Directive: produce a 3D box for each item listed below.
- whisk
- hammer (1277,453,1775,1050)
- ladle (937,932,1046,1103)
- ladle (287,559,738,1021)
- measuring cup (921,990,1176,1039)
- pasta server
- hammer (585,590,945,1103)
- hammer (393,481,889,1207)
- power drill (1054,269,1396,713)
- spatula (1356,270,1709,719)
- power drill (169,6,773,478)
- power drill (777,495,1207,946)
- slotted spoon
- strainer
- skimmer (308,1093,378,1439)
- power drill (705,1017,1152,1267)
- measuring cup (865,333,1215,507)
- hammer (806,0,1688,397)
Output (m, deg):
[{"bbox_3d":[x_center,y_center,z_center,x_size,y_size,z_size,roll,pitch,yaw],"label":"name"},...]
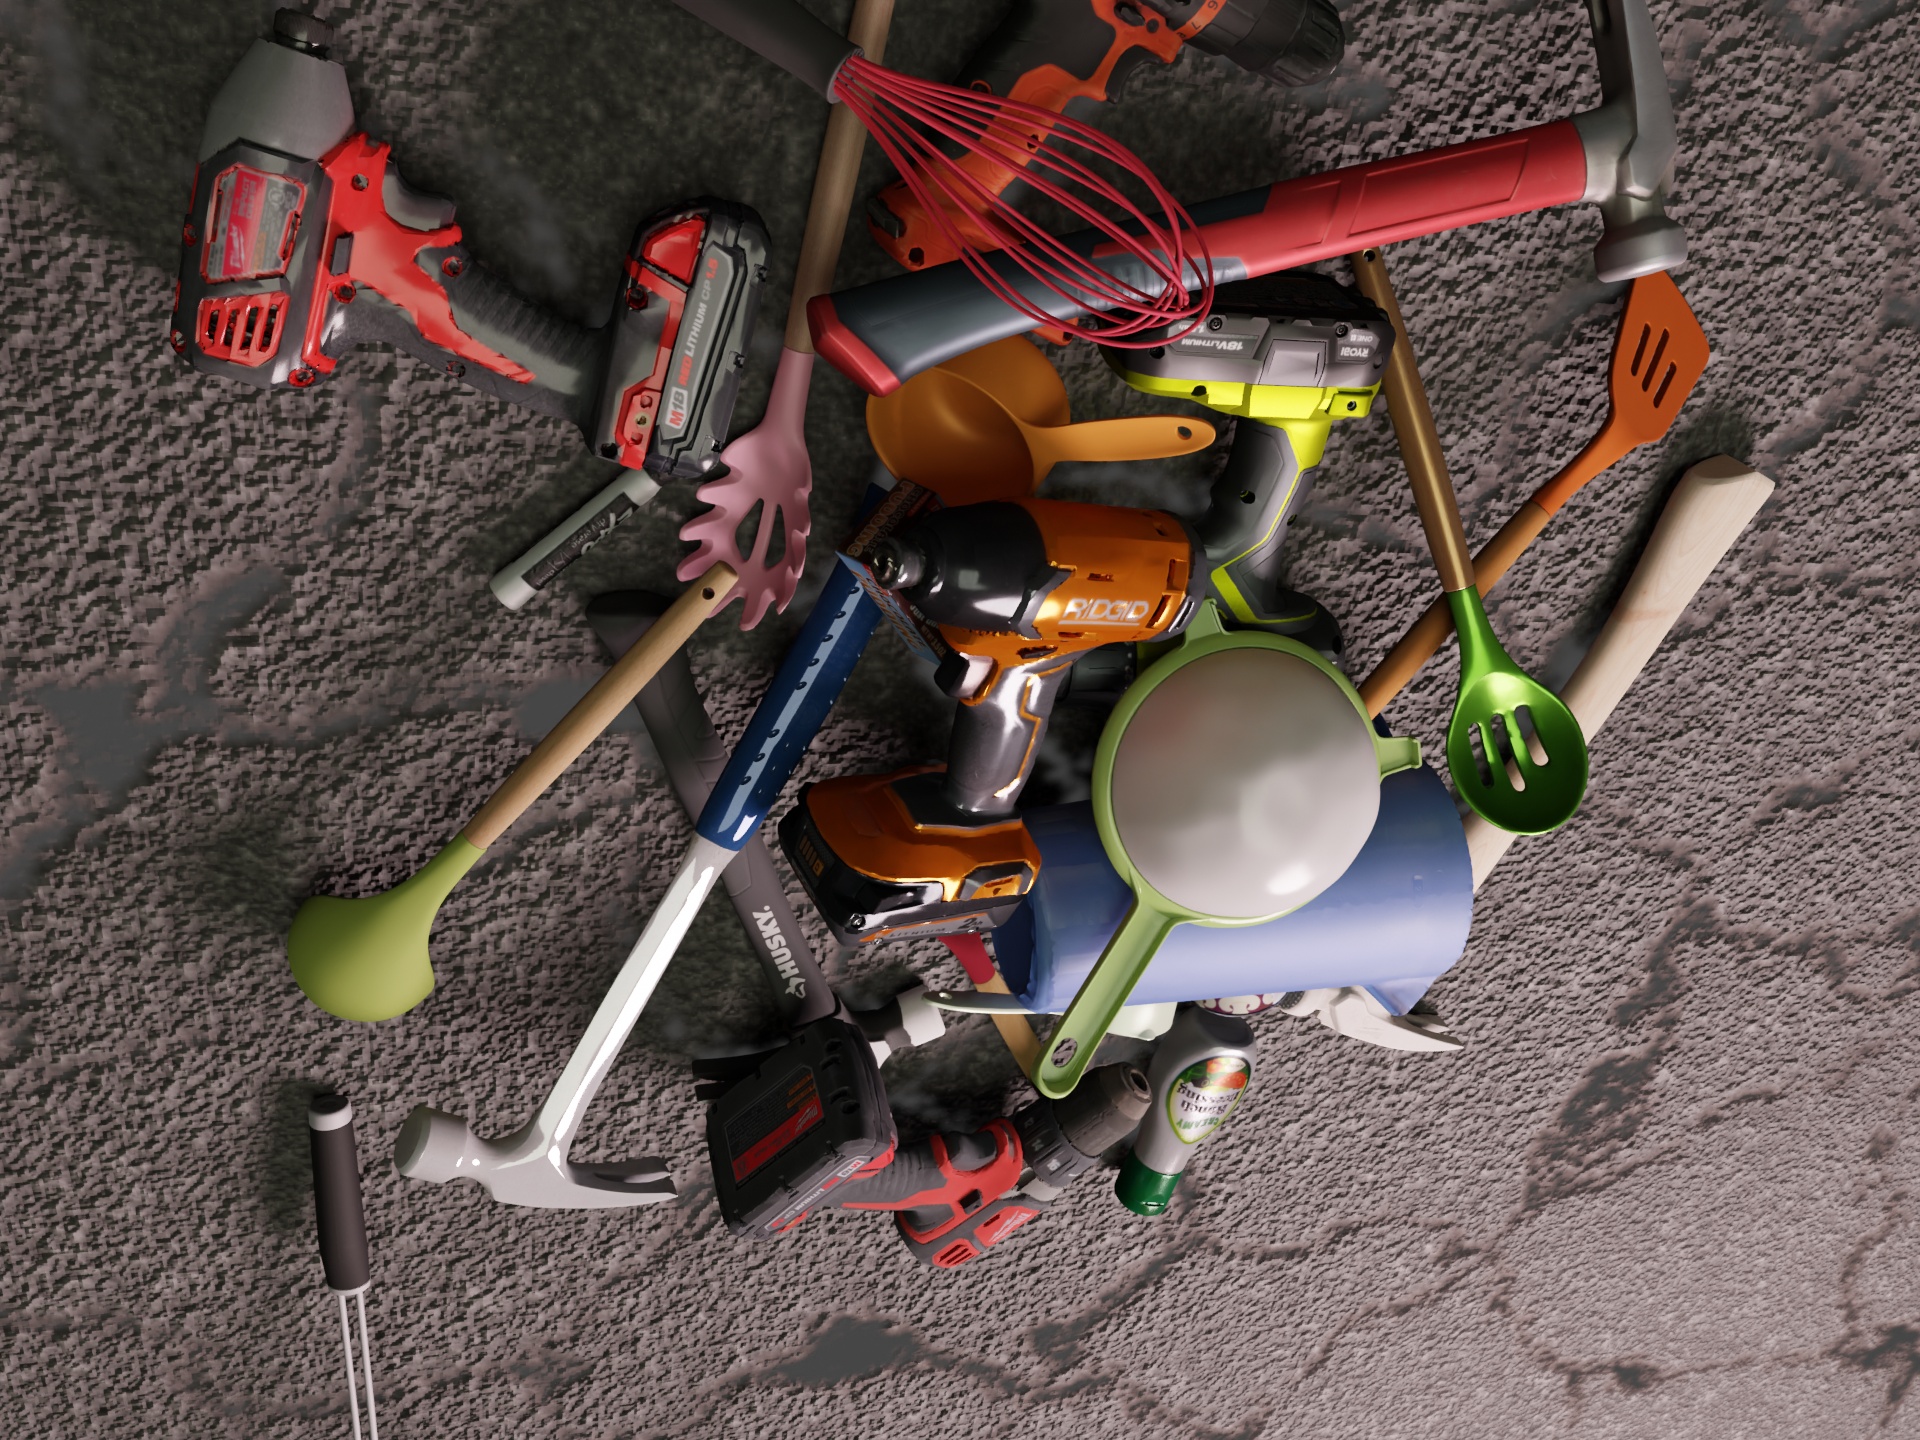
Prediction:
[{"bbox_3d":[-0.028,-0.236,0.608,0.296,0.073,0.073,37,108,5],"label":"whisk"},{"bbox_3d":[0.351,0.031,0.954,0.146,0.038,0.410,20,112,-26],"label":"hammer"},{"bbox_3d":[0.025,0.168,0.950,0.069,0.031,0.315,-31,125,-5],"label":"ladle"},{"bbox_3d":[-0.217,0.035,0.777,0.078,0.062,0.320,42,104,-15],"label":"ladle"},{"bbox_3d":[0.053,0.146,0.903,0.167,0.083,0.038,7,106,-32],"label":"measuring cup"},{"bbox_3d":[-0.068,-0.191,0.706,0.060,0.040,0.316,19,114,6],"label":"pasta server"},{"bbox_3d":[-0.122,0.076,0.849,0.146,0.035,0.334,-21,123,-4],"label":"hammer"},{"bbox_3d":[-0.122,0.071,0.794,0.144,0.035,0.405,27,97,-33],"label":"hammer"},{"bbox_3d":[0.110,-0.101,0.787,0.190,0.080,0.228,0,122,-12],"label":"power drill"},{"bbox_3d":[0.279,-0.094,0.828,0.081,0.041,0.322,38,96,-31],"label":"spatula"},{"bbox_3d":[-0.195,-0.188,0.648,0.219,0.079,0.143,12,107,-17],"label":"power drill"},{"bbox_3d":[-0.001,-0.002,0.725,0.164,0.084,0.226,0,130,-39],"label":"power drill"},{"bbox_3d":[0.244,-0.092,0.792,0.070,0.031,0.313,-19,99,1],"label":"slotted spoon"},{"bbox_3d":[0.115,0.079,0.762,0.151,0.069,0.256,33,90,-15],"label":"strainer"},{"bbox_3d":[-0.361,0.371,0.961,0.127,0.090,0.363,-2,110,-12],"label":"skimmer"},{"bbox_3d":[-0.012,0.243,0.923,0.188,0.080,0.226,-41,137,22],"label":"power drill"},{"bbox_3d":[0.041,-0.137,0.705,0.174,0.052,0.095,4,137,34],"label":"measuring cup"},{"bbox_3d":[0.121,-0.221,0.671,0.386,0.038,0.143,-15,97,-9],"label":"hammer"}]
